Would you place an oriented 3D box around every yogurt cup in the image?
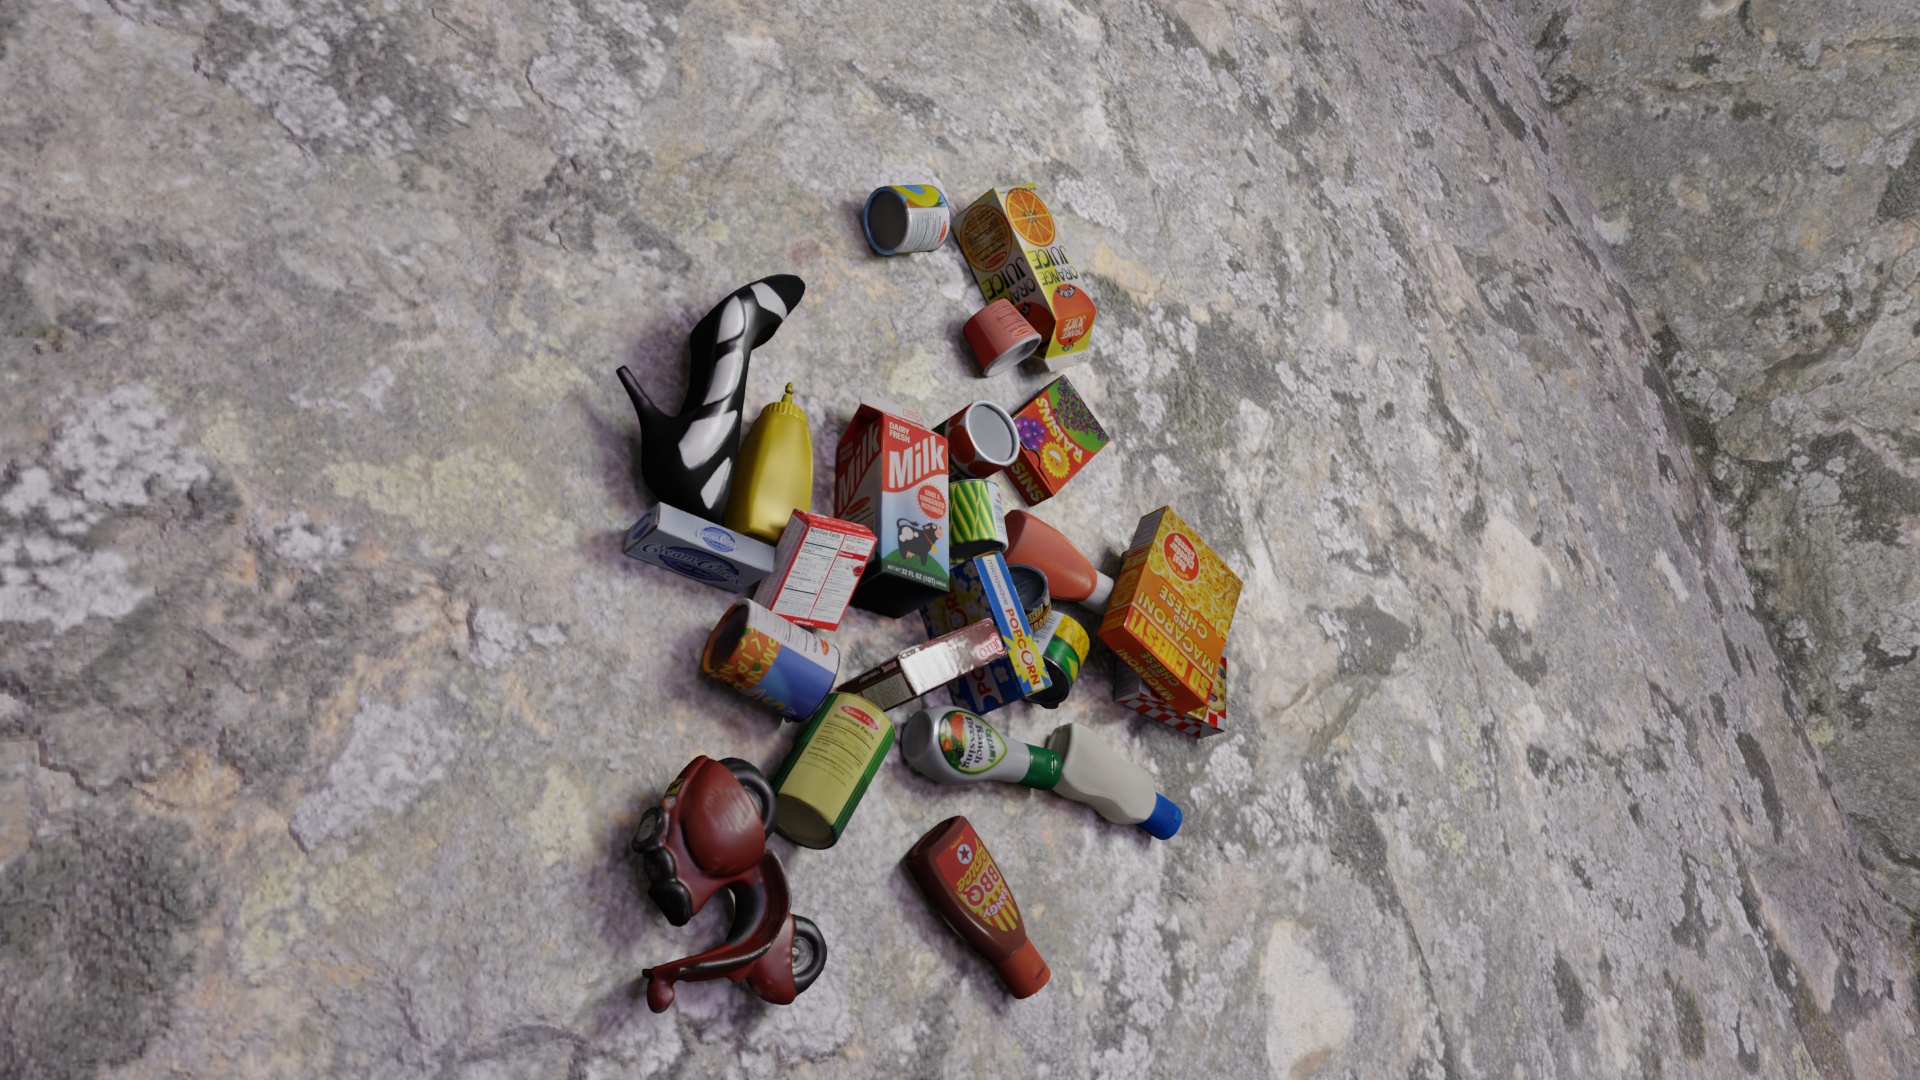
[{"bbox_3d":[0.038,-0.203,1.378,0.073,0.072,0.054,-27,80,-46],"label":"yogurt cup"}]

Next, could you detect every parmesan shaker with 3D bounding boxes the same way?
[{"bbox_3d":[-0.103,0.174,1.055,0.071,0.071,0.103,46,47,-16],"label":"parmesan shaker"}]

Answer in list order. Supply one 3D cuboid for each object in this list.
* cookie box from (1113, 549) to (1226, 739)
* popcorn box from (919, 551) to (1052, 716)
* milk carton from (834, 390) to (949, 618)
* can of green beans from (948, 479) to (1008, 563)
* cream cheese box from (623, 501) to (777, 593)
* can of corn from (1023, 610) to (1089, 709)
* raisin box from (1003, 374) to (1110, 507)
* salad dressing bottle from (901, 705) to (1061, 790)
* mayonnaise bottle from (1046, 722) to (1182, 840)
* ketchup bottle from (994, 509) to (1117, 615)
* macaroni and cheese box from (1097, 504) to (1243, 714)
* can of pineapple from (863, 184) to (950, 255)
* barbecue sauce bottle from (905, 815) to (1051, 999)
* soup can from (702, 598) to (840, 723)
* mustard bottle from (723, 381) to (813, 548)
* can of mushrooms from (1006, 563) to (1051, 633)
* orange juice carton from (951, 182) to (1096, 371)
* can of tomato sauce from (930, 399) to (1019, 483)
[{"bbox_3d":[0.213,0.100,1.398,0.123,0.040,0.168,27,54,-30],"label":"cookie box"},{"bbox_3d":[0.018,0.083,1.196,0.038,0.085,0.127,-11,77,-46],"label":"popcorn box"},{"bbox_3d":[-0.059,-0.038,1.196,0.072,0.073,0.191,19,57,-35],"label":"milk carton"},{"bbox_3d":[0.007,-0.016,1.250,0.071,0.071,0.058,8,65,-40],"label":"can of green beans"},{"bbox_3d":[-0.198,0.008,1.060,0.104,0.053,0.024,24,53,-32],"label":"cream cheese box"},{"bbox_3d":[0.078,0.107,1.253,0.071,0.071,0.058,46,45,-15],"label":"can of corn"},{"bbox_3d":[0.088,-0.100,1.387,0.086,0.040,0.124,55,45,-7],"label":"raisin box"},{"bbox_3d":[0.021,0.181,1.178,0.147,0.044,0.064,20,58,-34],"label":"salad dressing bottle"},{"bbox_3d":[0.141,0.226,1.268,0.148,0.041,0.065,36,51,-25],"label":"mayonnaise bottle"},{"bbox_3d":[0.092,0.028,1.313,0.148,0.043,0.064,29,95,-34],"label":"ketchup bottle"},{"bbox_3d":[0.207,0.067,1.350,0.123,0.040,0.167,43,47,-18],"label":"macaroni and cheese box"},{"bbox_3d":[-0.054,-0.312,1.348,0.058,0.070,0.071,-16,81,-46],"label":"can of pineapple"},{"bbox_3d":[0.018,0.298,1.116,0.148,0.043,0.065,57,42,-5],"label":"barbecue sauce bottle"},{"bbox_3d":[-0.146,0.094,1.058,0.083,0.071,0.072,32,51,-26],"label":"soup can"},{"bbox_3d":[-0.152,-0.063,1.142,0.065,0.048,0.161,31,51,-34],"label":"mustard bottle"},{"bbox_3d":[0.049,0.055,1.240,0.071,0.071,0.033,-56,146,-43],"label":"can of mushrooms"},{"bbox_3d":[0.073,-0.265,1.433,0.072,0.072,0.192,-22,85,-46],"label":"orange juice carton"},{"bbox_3d":[0.004,-0.081,1.268,0.071,0.082,0.071,21,56,-34],"label":"can of tomato sauce"}]
